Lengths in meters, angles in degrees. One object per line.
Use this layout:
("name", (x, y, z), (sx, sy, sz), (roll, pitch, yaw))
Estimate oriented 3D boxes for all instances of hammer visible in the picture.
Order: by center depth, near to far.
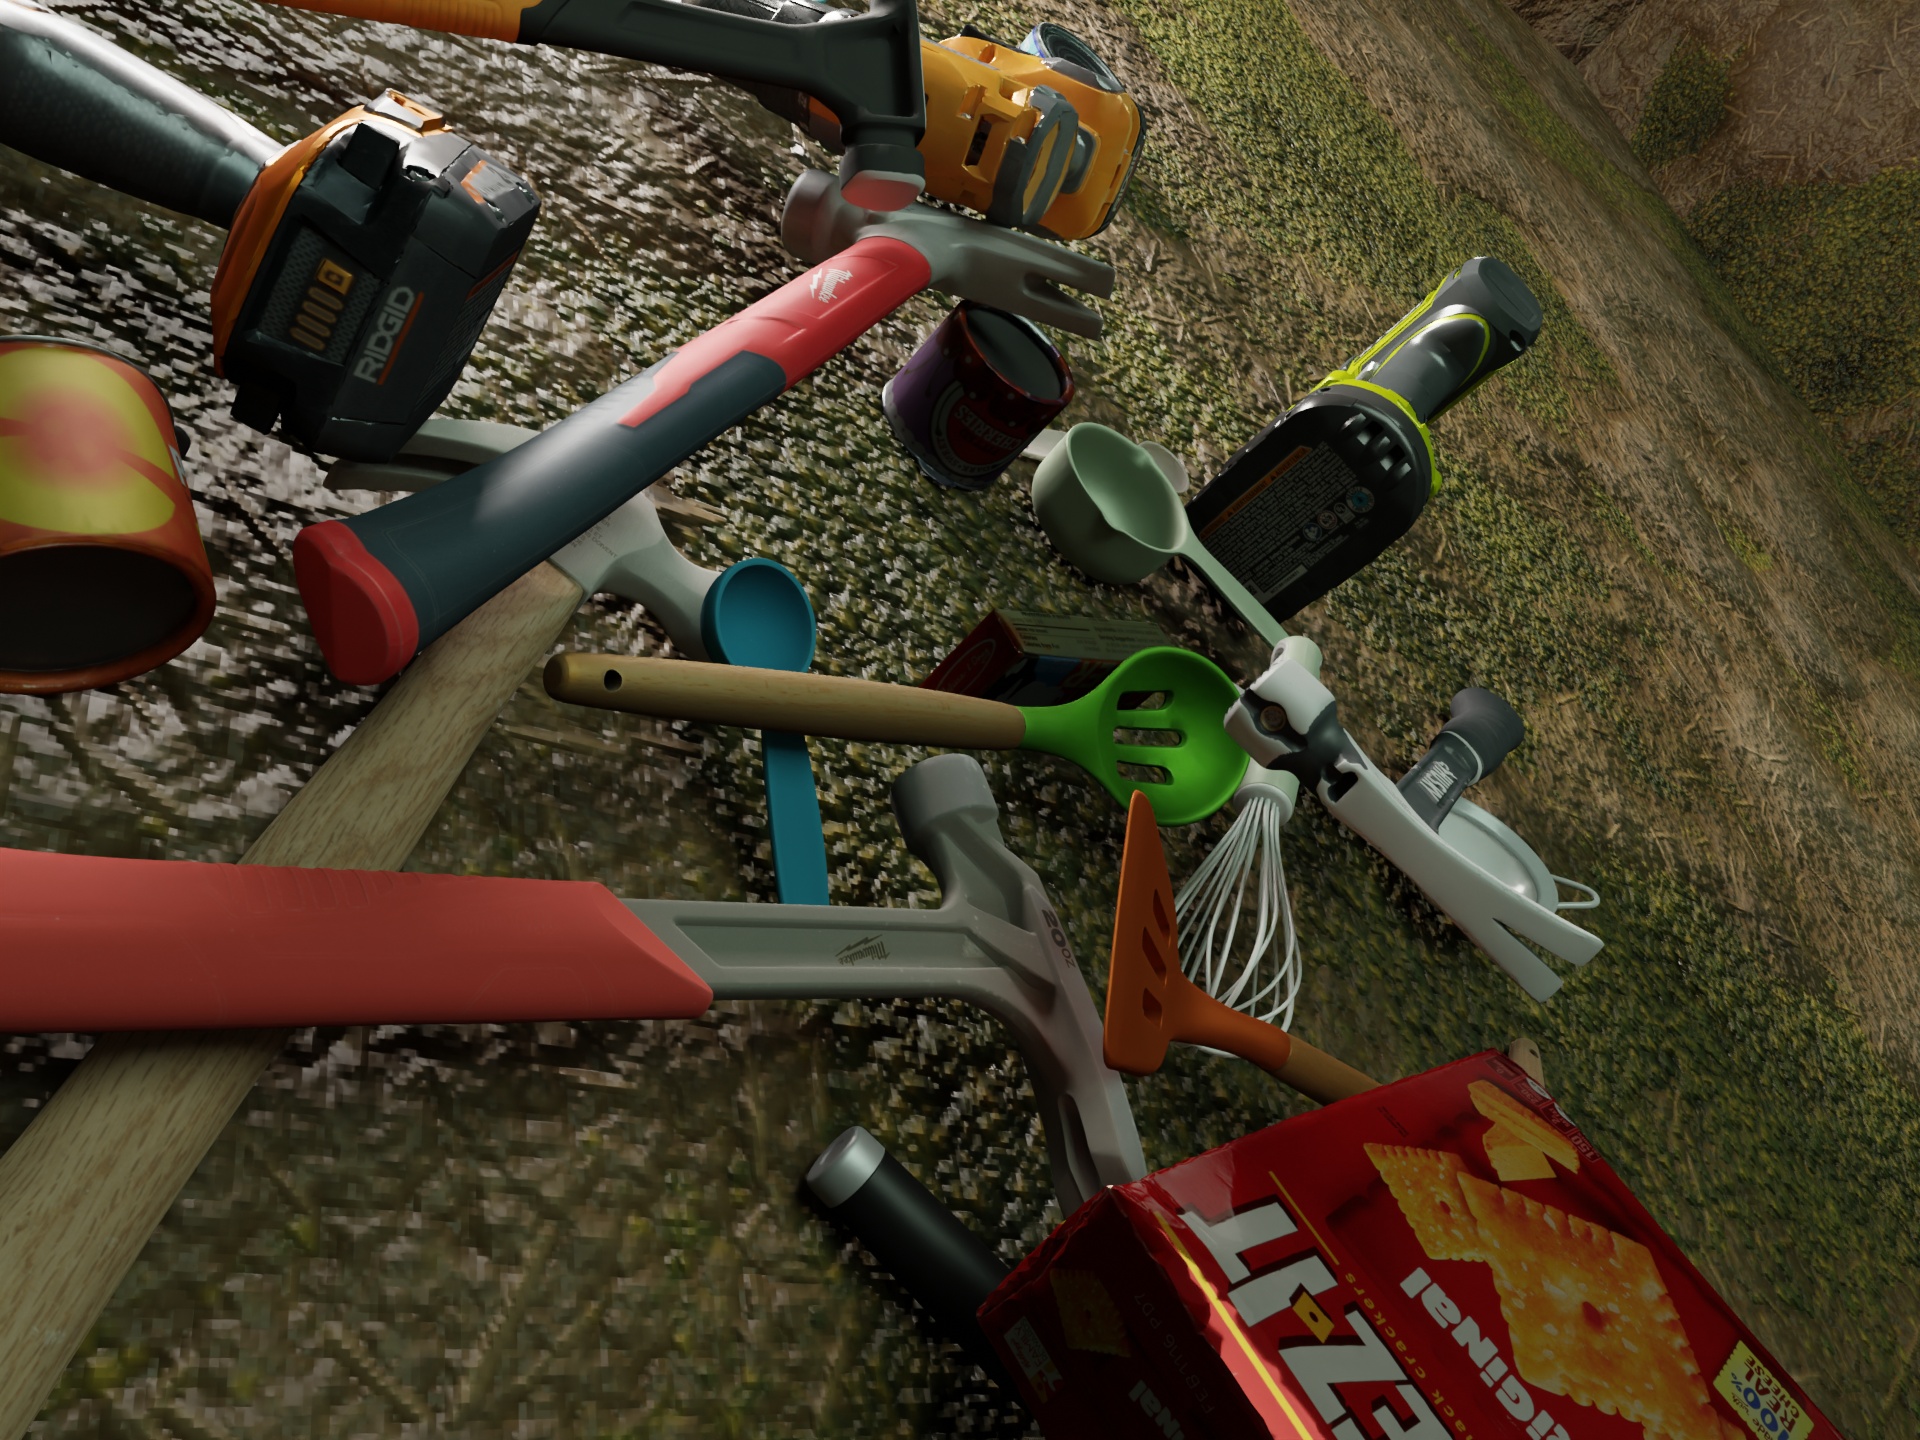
("hammer", (-0.102, 0.061, 0.366), (0.358, 0.036, 0.149), (8, 50, -43))
("hammer", (-0.155, 0.024, 0.403), (0.130, 0.031, 0.332), (38, 37, -15))
("hammer", (-0.065, -0.110, 0.530), (0.143, 0.038, 0.386), (21, 35, 11))
("hammer", (-0.170, -0.267, 0.567), (0.336, 0.034, 0.127), (-1, 81, -27))
("hammer", (0.229, 0.022, 0.726), (0.149, 0.036, 0.409), (45, 20, 13))

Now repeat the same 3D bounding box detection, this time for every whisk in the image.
("whisk", (0.121, 0.040, 0.647), (0.059, 0.057, 0.246), (25, 42, 1))

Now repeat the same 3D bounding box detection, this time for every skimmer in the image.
("skimmer", (0.111, 0.230, 0.441), (0.363, 0.090, 0.127), (45, 27, -4))

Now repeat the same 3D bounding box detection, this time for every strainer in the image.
("strainer", (0.188, 0.035, 0.750), (0.258, 0.050, 0.087), (32, 31, -12))

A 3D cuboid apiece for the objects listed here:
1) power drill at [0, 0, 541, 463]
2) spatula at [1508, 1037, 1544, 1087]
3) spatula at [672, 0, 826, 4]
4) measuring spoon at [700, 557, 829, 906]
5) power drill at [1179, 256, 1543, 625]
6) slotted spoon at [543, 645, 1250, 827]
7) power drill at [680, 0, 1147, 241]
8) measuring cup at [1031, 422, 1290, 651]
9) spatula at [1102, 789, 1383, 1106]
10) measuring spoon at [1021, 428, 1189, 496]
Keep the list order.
("power drill", (-0.231, -0.154, 0.397), (0.226, 0.084, 0.164), (27, 16, -17))
("spatula", (0.218, 0.202, 0.596), (0.060, 0.018, 0.316), (38, 25, 2))
("spatula", (-0.191, -0.322, 0.675), (0.082, 0.044, 0.317), (39, 33, 23))
("measuring spoon", (-0.061, 0.014, 0.497), (0.042, 0.021, 0.128), (-8, 91, -50))
("power drill", (0.203, -0.143, 0.836), (0.080, 0.171, 0.223), (47, 44, -2))
("slotted spoon", (-0.001, -0.002, 0.532), (0.313, 0.031, 0.070), (6, 84, -47))
("power drill", (-0.015, -0.295, 0.763), (0.185, 0.084, 0.226), (27, 23, 10))
("measuring cup", (0.100, -0.069, 0.755), (0.167, 0.038, 0.083), (43, 36, -11))
("spatula", (0.129, 0.122, 0.553), (0.322, 0.041, 0.081), (33, 56, -41))
("measuring spoon", (0.065, -0.129, 0.796), (0.124, 0.018, 0.034), (4, 55, -37))
